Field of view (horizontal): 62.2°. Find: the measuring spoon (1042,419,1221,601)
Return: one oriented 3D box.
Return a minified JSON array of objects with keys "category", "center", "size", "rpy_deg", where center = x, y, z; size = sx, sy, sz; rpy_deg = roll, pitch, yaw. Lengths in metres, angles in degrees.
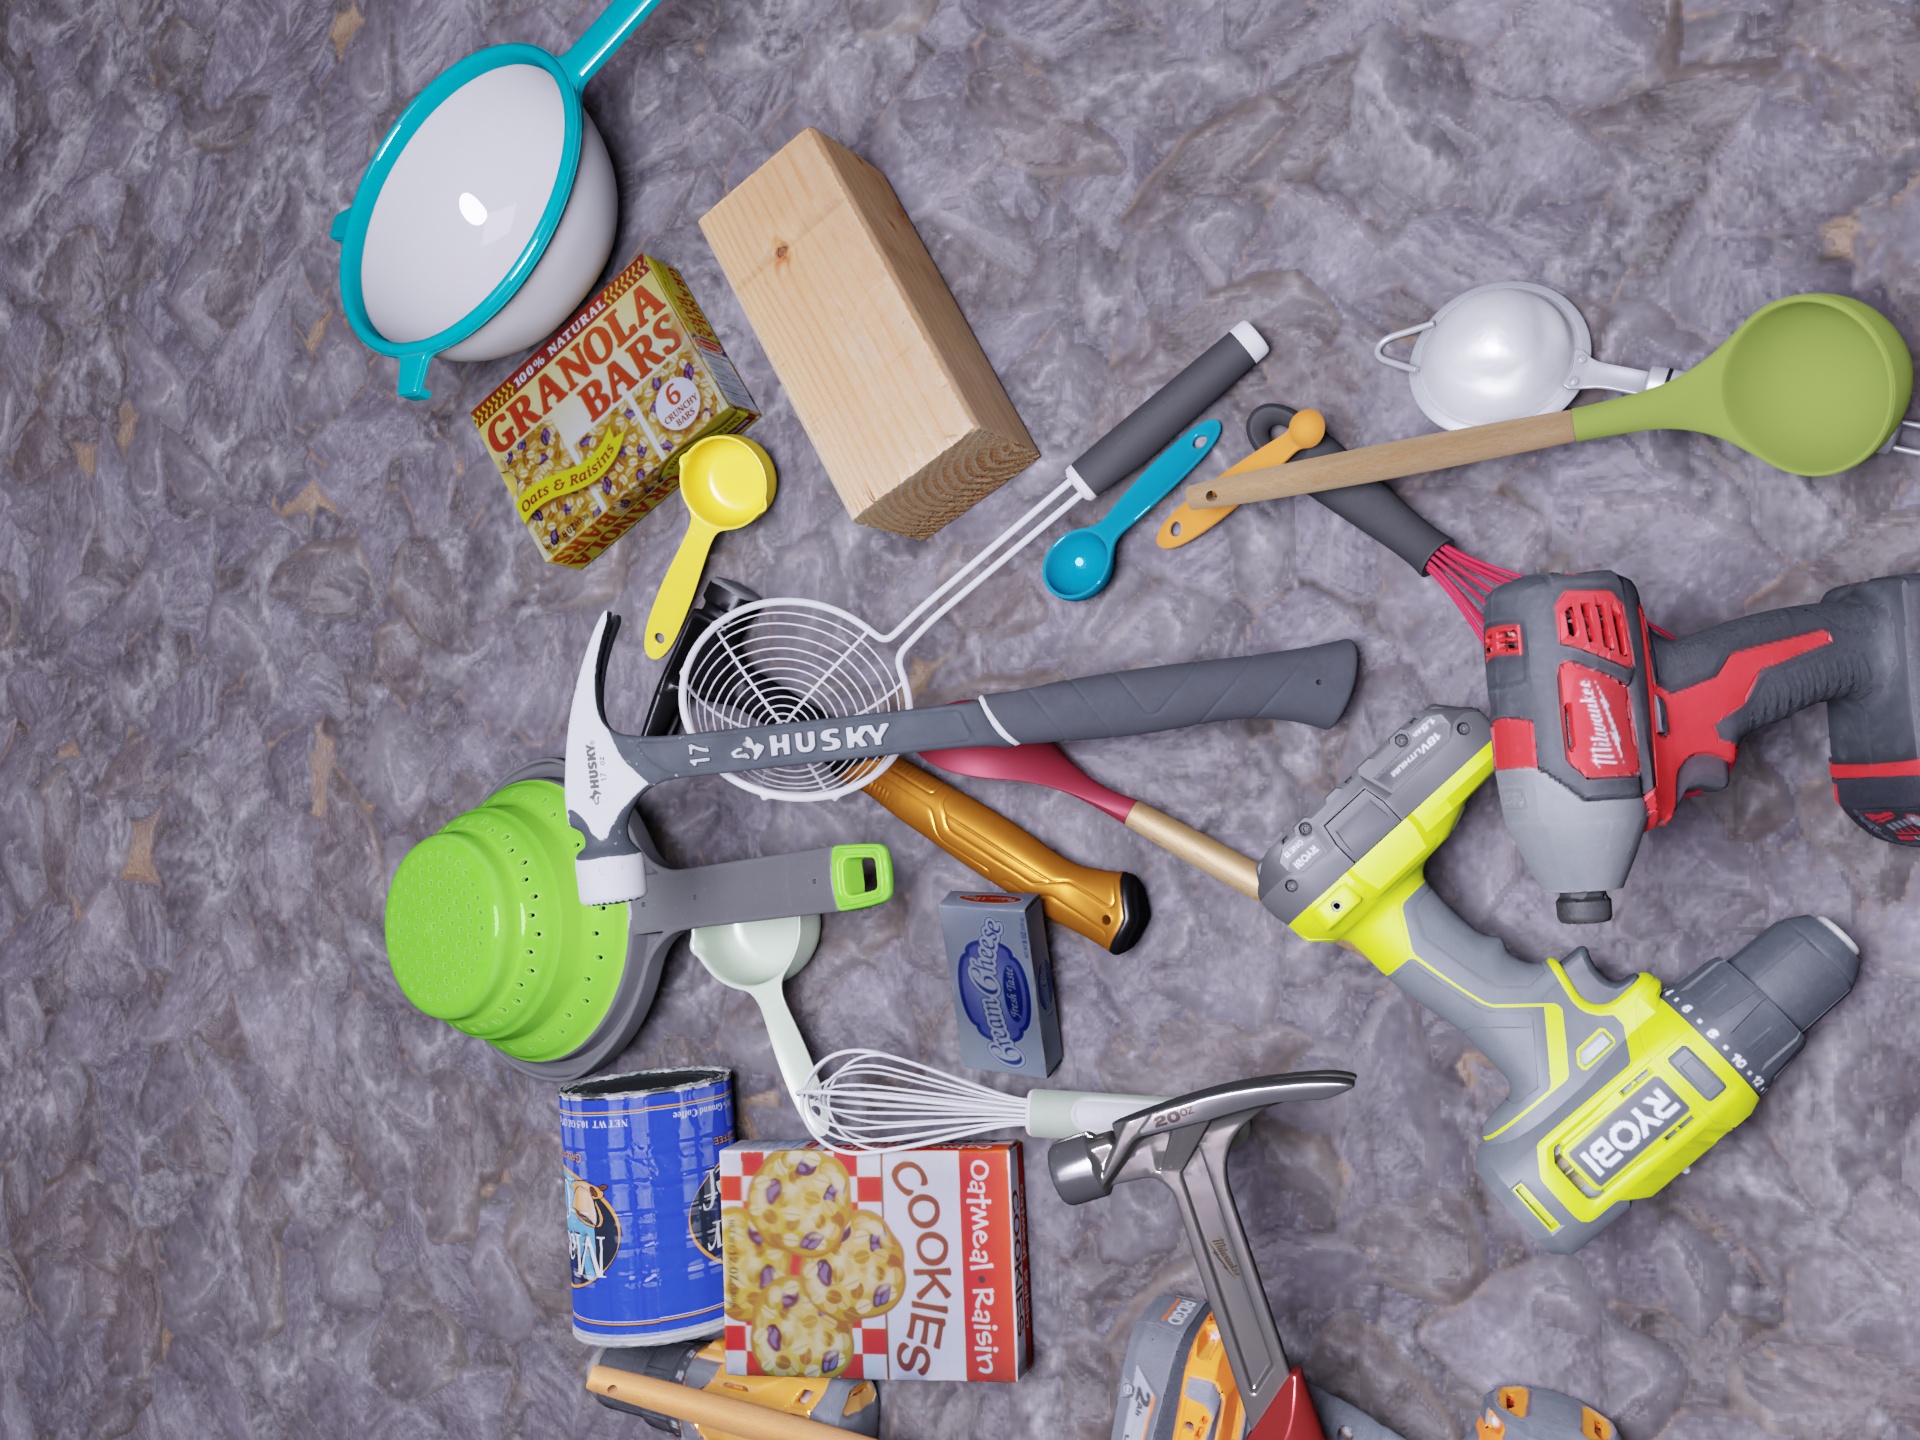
[{"category":"measuring spoon","center":[0.098,-0.113,0.870],"size":[0.128,0.021,0.042],"rpy_deg":[-45,53,8]}]

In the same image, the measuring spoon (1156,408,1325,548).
[{"category":"measuring spoon","center":[0.142,-0.124,0.831],"size":[0.117,0.011,0.021],"rpy_deg":[-37,66,38]}]

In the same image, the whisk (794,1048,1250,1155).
[{"category":"whisk","center":[0.030,0.209,0.851],"size":[0.246,0.059,0.058],"rpy_deg":[1,71,12]}]

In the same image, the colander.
[{"category":"colander","center":[-0.218,0.110,0.930],"size":[0.397,0.094,0.204],"rpy_deg":[-11,81,34]}]

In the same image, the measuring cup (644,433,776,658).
[{"category":"measuring cup","center":[-0.160,-0.106,0.988],"size":[0.062,0.029,0.156],"rpy_deg":[31,114,6]}]

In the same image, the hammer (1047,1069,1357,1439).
[{"category":"hammer","center":[0.163,0.344,0.720],"size":[0.149,0.036,0.359],"rpy_deg":[-20,83,16]}]

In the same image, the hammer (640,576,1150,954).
[{"category":"hammer","center":[-0.042,0.043,0.918],"size":[0.337,0.034,0.127],"rpy_deg":[30,100,23]}]

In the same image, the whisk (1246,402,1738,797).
[{"category":"whisk","center":[0.248,-0.068,0.775],"size":[0.296,0.073,0.073],"rpy_deg":[45,106,27]}]

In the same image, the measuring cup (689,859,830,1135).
[{"category":"measuring cup","center":[-0.103,0.162,0.941],"size":[0.083,0.038,0.168],"rpy_deg":[-26,79,22]}]

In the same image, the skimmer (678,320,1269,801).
[{"category":"skimmer","center":[0.010,-0.093,0.847],"size":[0.363,0.090,0.127],"rpy_deg":[-39,73,11]}]

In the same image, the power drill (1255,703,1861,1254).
[{"category":"power drill","center":[0.270,0.102,0.738],"size":[0.190,0.080,0.229],"rpy_deg":[-44,77,8]}]

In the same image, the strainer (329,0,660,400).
[{"category":"strainer","center":[-0.243,-0.351,0.994],"size":[0.340,0.095,0.211],"rpy_deg":[-42,56,14]}]

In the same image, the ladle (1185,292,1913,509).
[{"category":"ladle","center":[0.255,-0.129,0.736],"size":[0.320,0.062,0.078],"rpy_deg":[-8,104,26]}]

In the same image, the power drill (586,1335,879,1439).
[{"category":"power drill","center":[-0.145,0.476,0.925],"size":[0.185,0.084,0.226],"rpy_deg":[1,84,25]}]

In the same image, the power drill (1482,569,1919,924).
[{"category":"power drill","center":[0.327,0.007,0.660],"size":[0.219,0.078,0.143],"rpy_deg":[-3,86,-9]}]

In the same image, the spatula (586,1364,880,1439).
[{"category":"spatula","center":[-0.045,0.400,0.854],"size":[0.322,0.041,0.081],"rpy_deg":[18,96,-4]}]

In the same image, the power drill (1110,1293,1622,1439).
[{"category":"power drill","center":[0.187,0.386,0.770],"size":[0.226,0.084,0.164],"rpy_deg":[10,92,21]}]

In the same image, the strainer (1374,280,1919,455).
[{"category":"strainer","center":[0.322,-0.162,0.752],"size":[0.258,0.050,0.087],"rpy_deg":[18,81,22]}]

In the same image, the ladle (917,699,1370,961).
[{"category":"ladle","center":[0.112,0.062,0.838],"size":[0.315,0.069,0.031],"rpy_deg":[28,129,18]}]

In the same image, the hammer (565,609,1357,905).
[{"category":"hammer","center":[-0.001,-0.003,0.814],"size":[0.409,0.036,0.149],"rpy_deg":[-7,88,1]}]
